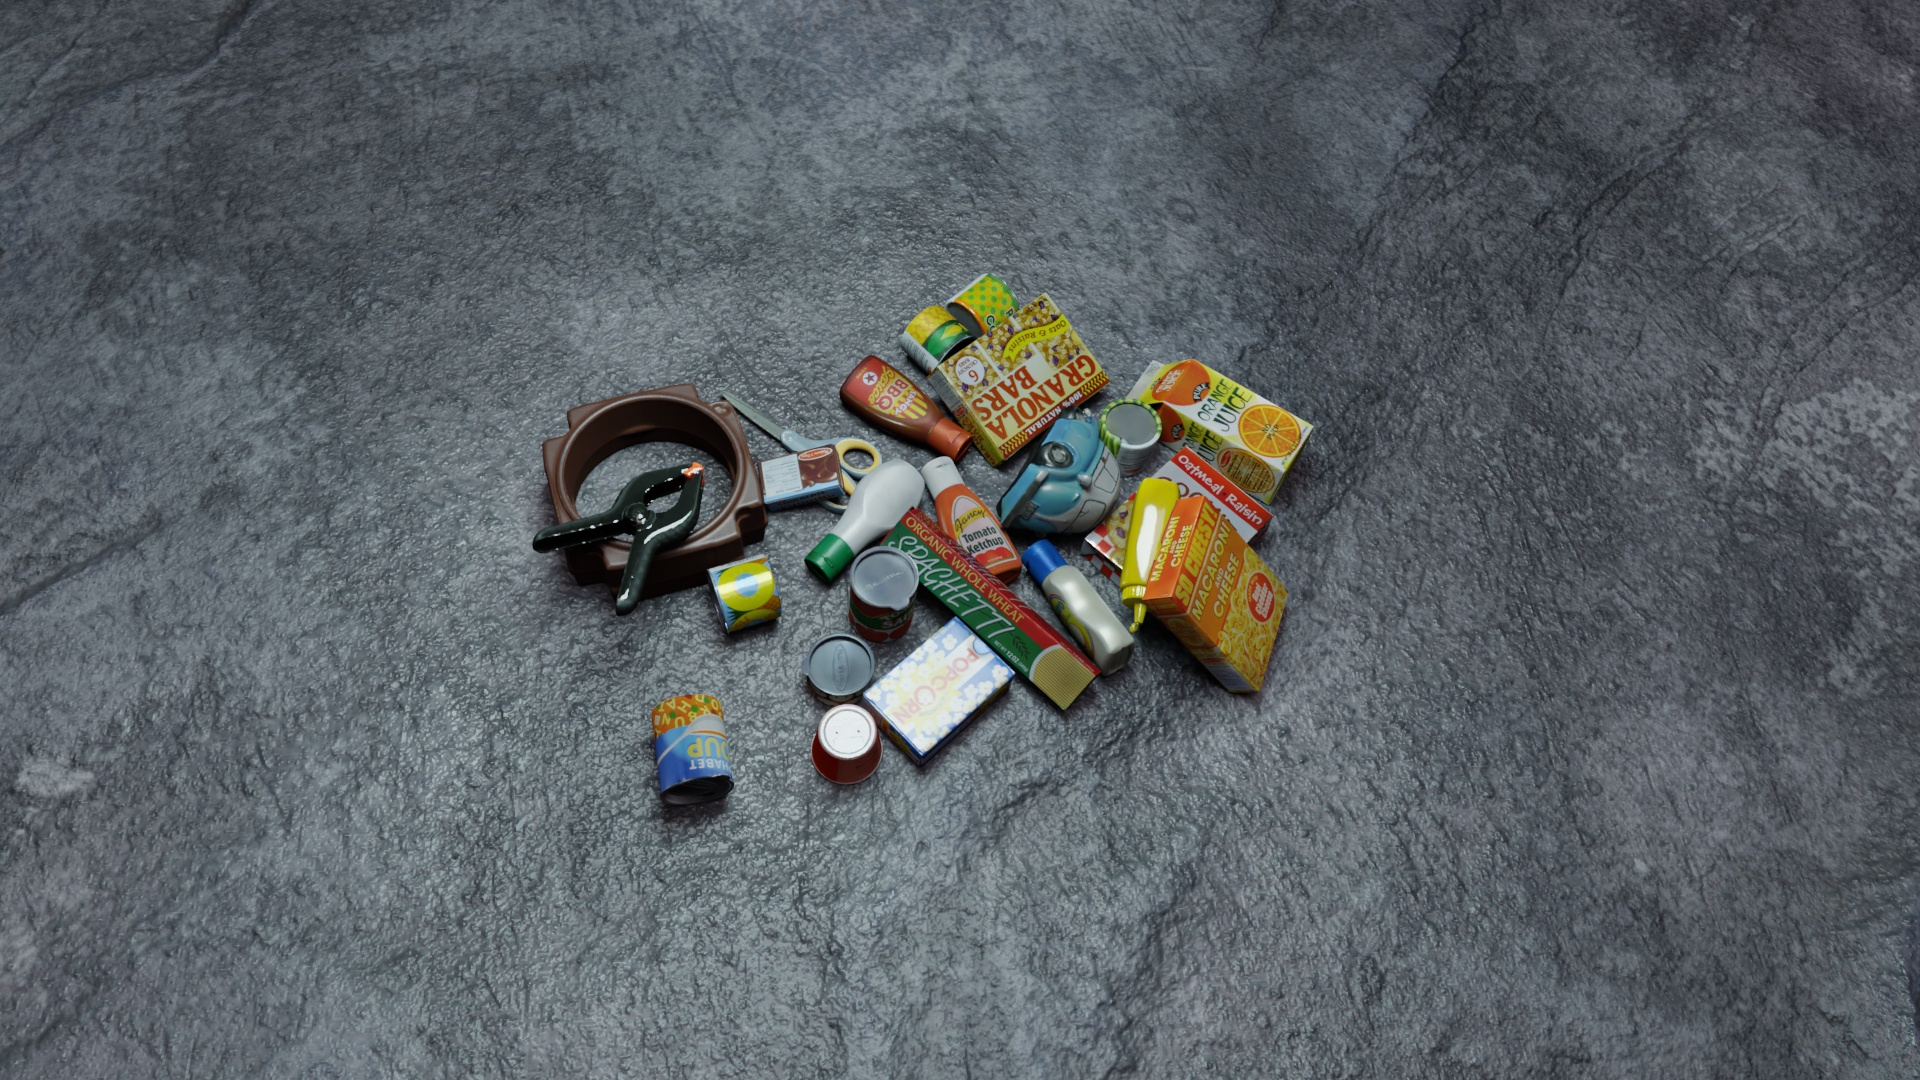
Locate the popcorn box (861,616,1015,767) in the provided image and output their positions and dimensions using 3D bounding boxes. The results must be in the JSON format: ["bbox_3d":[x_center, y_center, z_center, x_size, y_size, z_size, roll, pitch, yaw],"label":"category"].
[{"bbox_3d":[-0.022,0.146,1.344,0.127,0.038,0.085,-39,70,-24],"label":"popcorn box"}]

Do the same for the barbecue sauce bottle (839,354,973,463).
[{"bbox_3d":[-0.056,-0.137,1.498,0.149,0.043,0.065,35,70,13],"label":"barbecue sauce bottle"}]

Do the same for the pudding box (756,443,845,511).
[{"bbox_3d":[-0.164,-0.064,1.438,0.084,0.030,0.050,-13,70,4],"label":"pudding box"}]

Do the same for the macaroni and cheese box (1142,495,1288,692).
[{"bbox_3d":[0.252,0.055,1.369,0.166,0.040,0.124,44,55,-31],"label":"macaroni and cheese box"}]

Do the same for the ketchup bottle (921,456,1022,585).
[{"bbox_3d":[0.005,-0.018,1.437,0.065,0.043,0.149,-18,63,-21],"label":"ketchup bottle"}]

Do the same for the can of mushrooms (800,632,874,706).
[{"bbox_3d":[-0.119,0.126,1.348,0.071,0.033,0.071,3,61,-5],"label":"can of mushrooms"}]

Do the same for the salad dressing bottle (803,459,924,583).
[{"bbox_3d":[-0.099,-0.020,1.425,0.064,0.044,0.148,48,67,-12],"label":"salad dressing bottle"}]

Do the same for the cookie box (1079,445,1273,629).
[{"bbox_3d":[0.227,-0.006,1.457,0.123,0.040,0.168,41,66,17],"label":"cookie box"}]

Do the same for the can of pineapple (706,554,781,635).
[{"bbox_3d":[-0.211,0.054,1.360,0.058,0.070,0.071,-17,64,-15],"label":"can of pineapple"}]

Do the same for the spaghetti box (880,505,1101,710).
[{"bbox_3d":[0.028,0.065,1.369,0.250,0.029,0.050,41,105,7],"label":"spaghetti box"}]

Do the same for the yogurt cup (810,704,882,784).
[{"bbox_3d":[-0.106,0.188,1.302,0.072,0.053,0.073,2,61,-4],"label":"yogurt cup"}]

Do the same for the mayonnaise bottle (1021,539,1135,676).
[{"bbox_3d":[0.116,0.064,1.395,0.041,0.064,0.148,-29,64,-17],"label":"mayonnaise bottle"}]

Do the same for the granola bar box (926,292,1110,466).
[{"bbox_3d":[0.065,-0.176,1.513,0.166,0.039,0.124,-37,92,-23],"label":"granola bar box"}]

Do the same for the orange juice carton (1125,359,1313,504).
[{"bbox_3d":[0.276,-0.128,1.513,0.193,0.072,0.072,32,63,12],"label":"orange juice carton"}]

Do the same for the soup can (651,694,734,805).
[{"bbox_3d":[-0.245,0.191,1.276,0.071,0.071,0.084,-8,62,-11],"label":"soup can"}]

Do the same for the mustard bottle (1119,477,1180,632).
[{"bbox_3d":[0.187,0.019,1.383,0.049,0.065,0.161,9,67,8],"label":"mustard bottle"}]

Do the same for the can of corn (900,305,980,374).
[{"bbox_3d":[-0.022,-0.219,1.535,0.071,0.070,0.058,-38,70,-23],"label":"can of corn"}]

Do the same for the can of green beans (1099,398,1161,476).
[{"bbox_3d":[0.179,-0.112,1.501,0.071,0.057,0.071,3,60,-5],"label":"can of green beans"}]

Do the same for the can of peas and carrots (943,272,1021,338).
[{"bbox_3d":[0.025,-0.257,1.562,0.071,0.070,0.059,42,65,16],"label":"can of peas and carrots"}]

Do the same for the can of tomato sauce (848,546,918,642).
[{"bbox_3d":[-0.075,0.055,1.364,0.071,0.082,0.071,3,61,-5],"label":"can of tomato sauce"}]
